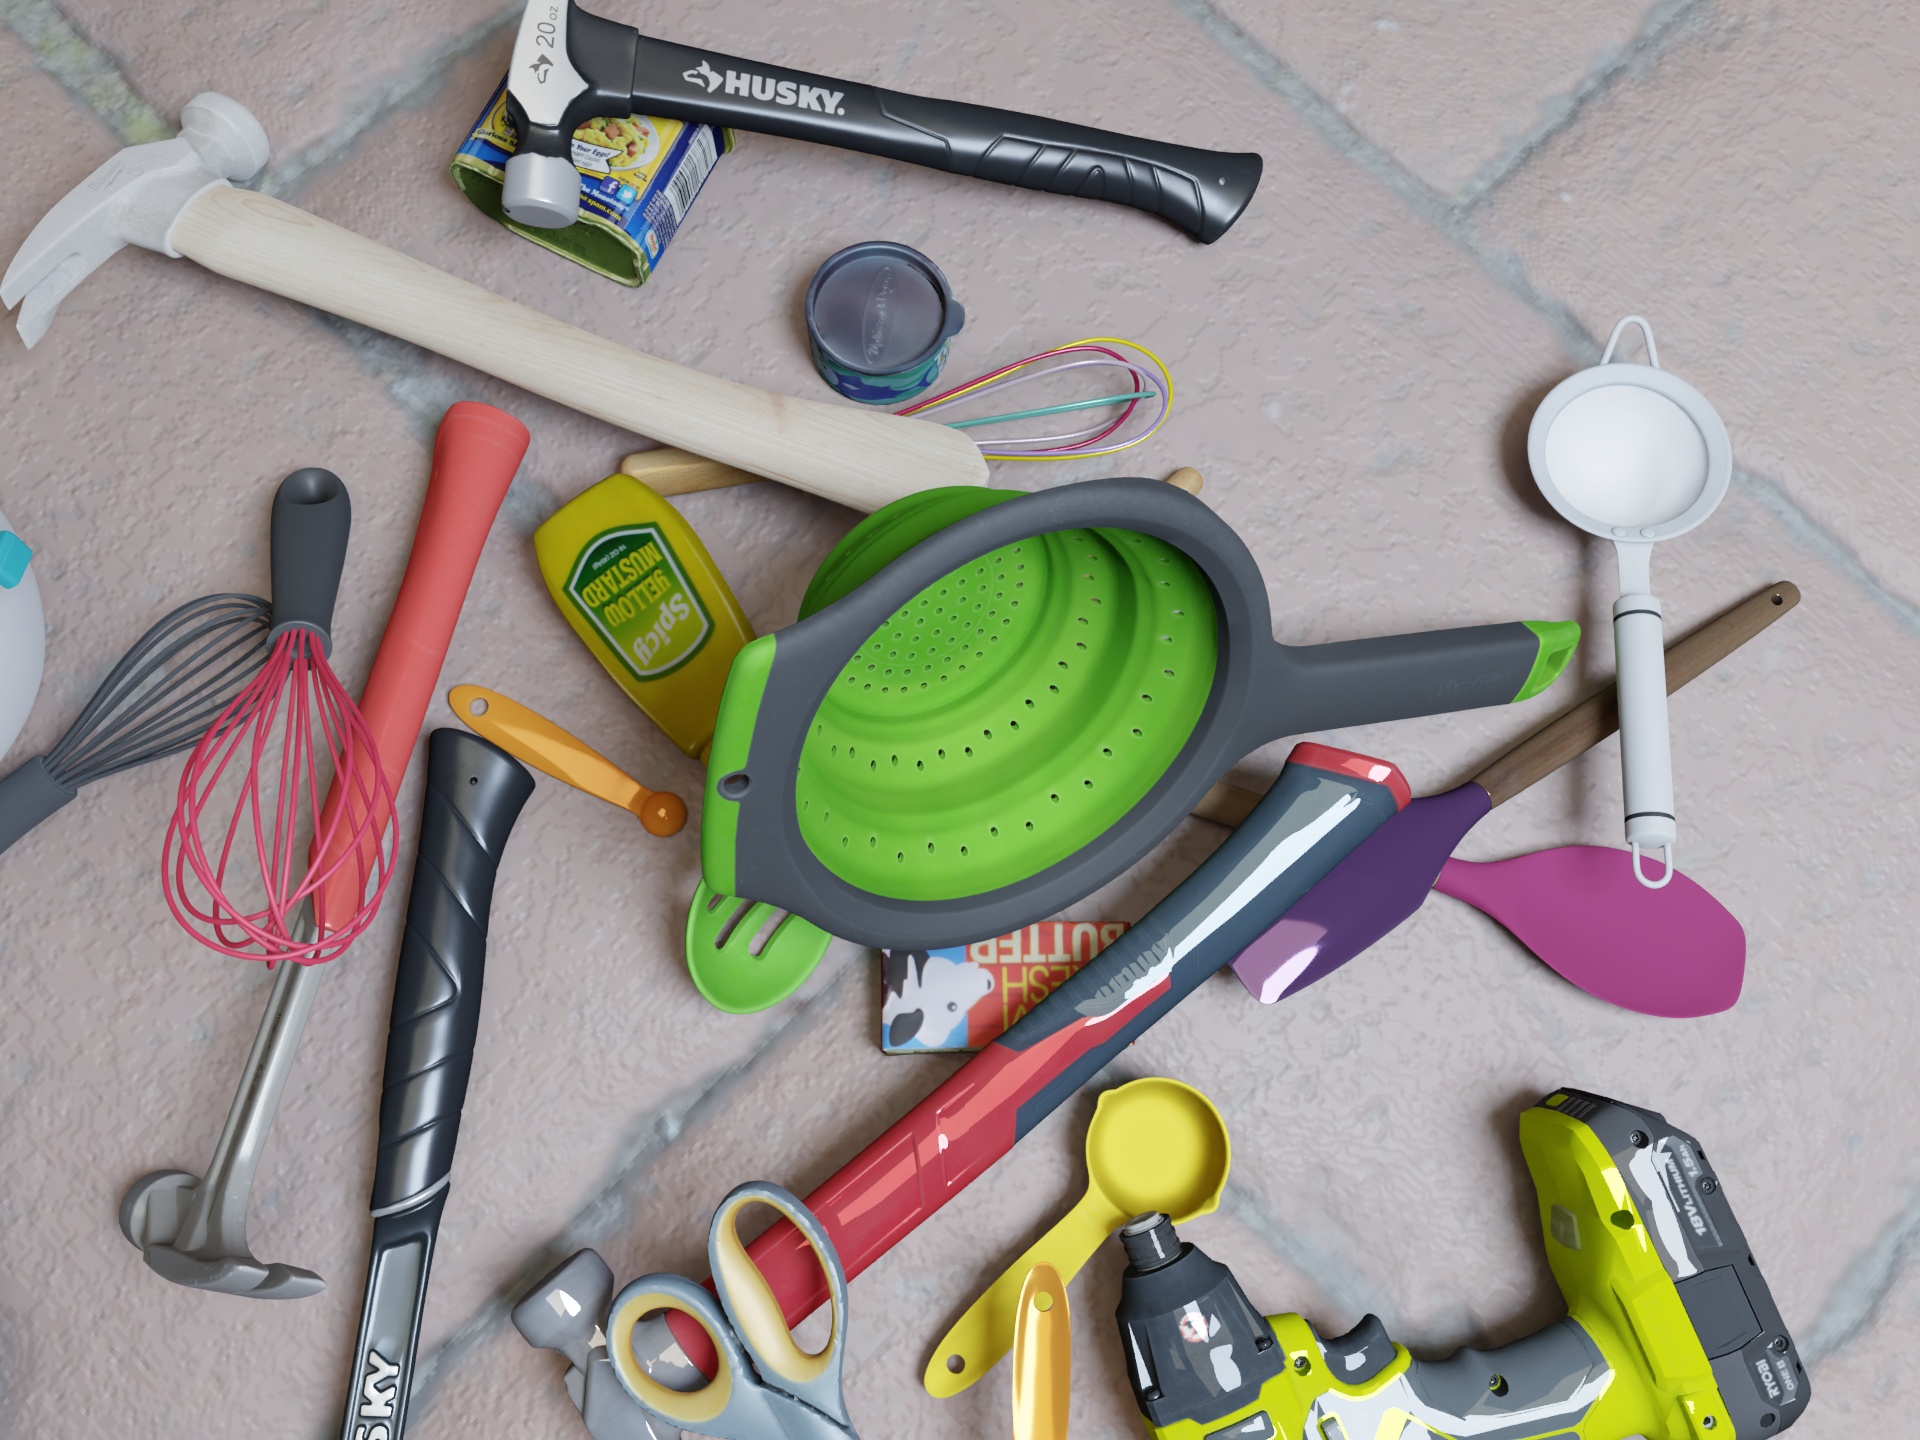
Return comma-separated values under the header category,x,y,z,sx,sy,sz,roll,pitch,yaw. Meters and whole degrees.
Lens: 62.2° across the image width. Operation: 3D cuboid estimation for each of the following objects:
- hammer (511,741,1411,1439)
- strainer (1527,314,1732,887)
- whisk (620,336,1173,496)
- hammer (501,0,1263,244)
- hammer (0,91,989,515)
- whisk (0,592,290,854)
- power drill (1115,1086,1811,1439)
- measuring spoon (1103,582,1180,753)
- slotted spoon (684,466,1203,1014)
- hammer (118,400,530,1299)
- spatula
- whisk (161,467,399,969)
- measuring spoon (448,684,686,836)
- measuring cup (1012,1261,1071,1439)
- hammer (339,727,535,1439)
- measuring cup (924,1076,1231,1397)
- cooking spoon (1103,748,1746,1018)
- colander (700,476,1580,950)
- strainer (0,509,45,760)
category,x,y,z,sx,sy,sz,roll,pitch,yaw
hammer,0.027,0.153,0.603,0.386,0.038,0.143,-39,89,-4
strainer,0.285,-0.052,0.677,0.087,0.050,0.259,4,67,6
whisk,-0.028,-0.129,0.701,0.245,0.051,0.047,-9,111,1
hammer,-0.024,-0.267,0.701,0.334,0.035,0.146,6,87,-14
hammer,-0.186,-0.150,0.664,0.410,0.038,0.146,21,57,8
whisk,-0.369,0.026,0.648,0.239,0.055,0.055,-38,80,-6
power drill,0.177,0.233,0.595,0.223,0.080,0.171,-23,85,-5
measuring spoon,0.076,-0.020,0.684,0.034,0.018,0.124,37,72,1
slotted spoon,-0.001,-0.002,0.674,0.314,0.031,0.070,-45,122,-15
hammer,-0.232,0.034,0.621,0.036,0.149,0.359,27,66,-35
spatula,0.237,0.017,0.673,0.316,0.018,0.060,-30,75,-14
whisk,-0.246,-0.016,0.590,0.073,0.073,0.296,-17,41,-6
measuring spoon,-0.168,0.015,0.674,0.117,0.011,0.021,29,77,5
measuring cup,0.028,0.287,0.587,0.095,0.052,0.174,2,80,1
hammer,-0.218,0.202,0.605,0.149,0.036,0.409,8,73,-14
measuring cup,0.043,0.206,0.630,0.062,0.029,0.156,44,86,10
cooking spoon,0.177,0.056,0.673,0.319,0.017,0.069,18,68,2
colander,0.076,-0.028,0.627,0.397,0.204,0.095,-7,41,-27
strainer,-0.473,0.038,0.602,0.211,0.095,0.340,32,76,39
